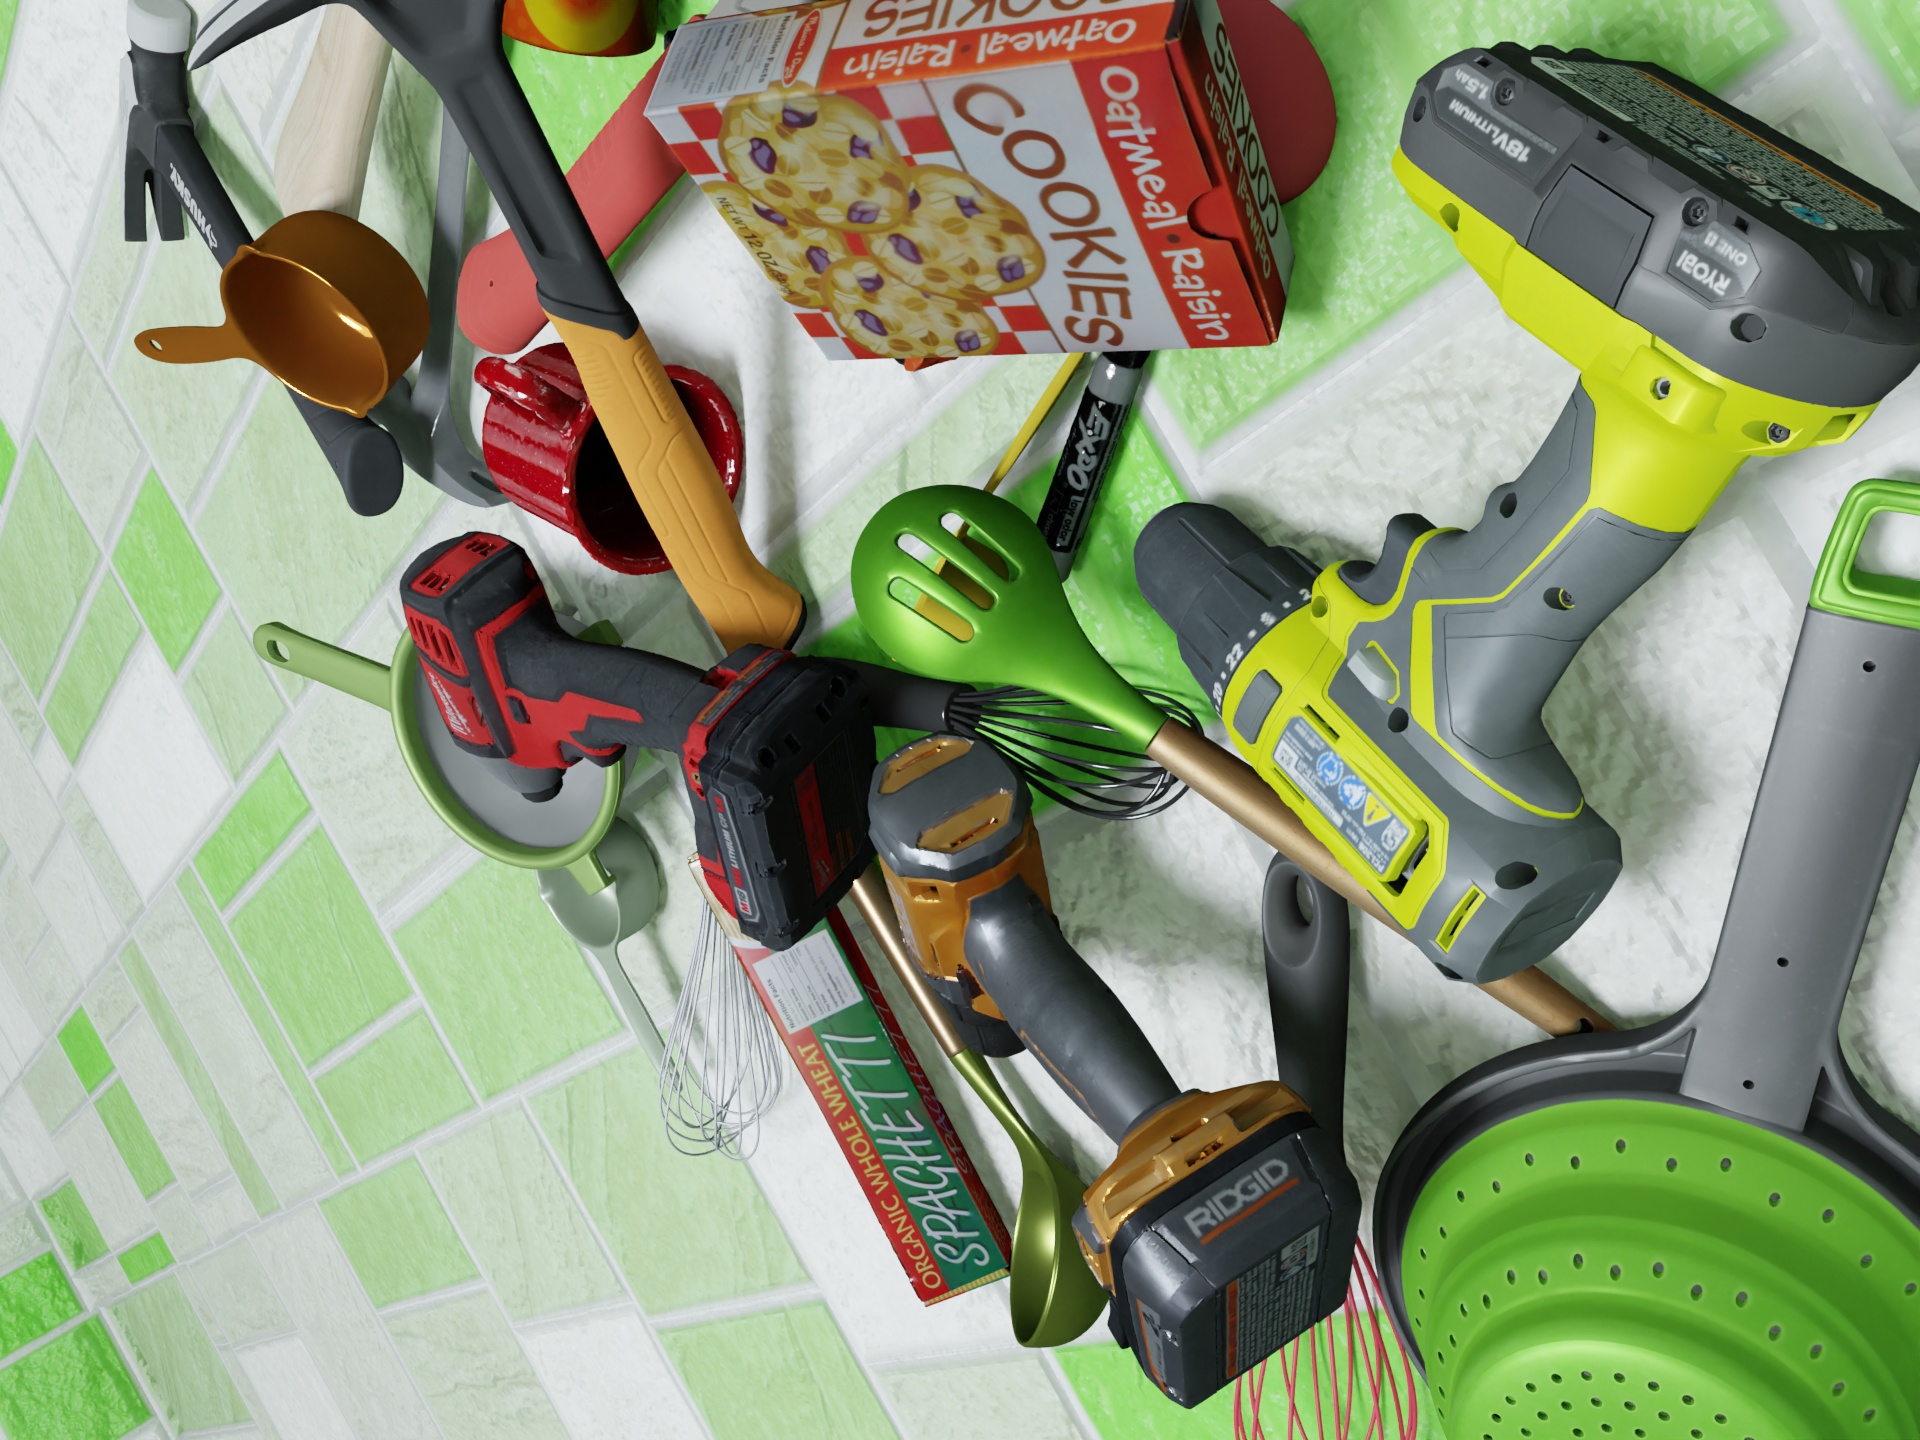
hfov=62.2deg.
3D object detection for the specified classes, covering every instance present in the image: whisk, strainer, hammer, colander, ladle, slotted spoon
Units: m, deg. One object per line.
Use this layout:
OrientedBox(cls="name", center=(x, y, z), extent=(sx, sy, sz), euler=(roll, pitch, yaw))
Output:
OrientedBox(cls="whisk", center=(-0.121, 0.107, 0.813), extent=(0.070, 0.070, 0.284), euler=(22, 119, 34))
OrientedBox(cls="strainer", center=(-0.266, -0.017, 0.853), extent=(0.256, 0.069, 0.151), euler=(18, 116, 23))
OrientedBox(cls="hammer", center=(-0.388, -0.237, 0.870), extent=(0.335, 0.035, 0.146), euler=(54, 136, 22))
OrientedBox(cls="hammer", center=(-0.096, -0.220, 0.584), extent=(0.359, 0.036, 0.149), euler=(-25, 89, 48))
OrientedBox(cls="hammer", center=(-0.139, -0.134, 0.603), extent=(0.336, 0.127, 0.034), euler=(68, -176, -48))
OrientedBox(cls="colander", center=(0.219, 0.133, 0.456), extent=(0.205, 0.094, 0.396), euler=(15, 117, 27))
OrientedBox(cls="hammer", center=(-0.219, -0.353, 0.636), extent=(0.146, 0.038, 0.410), euler=(49, 136, 13))
OrientedBox(cls="ladle", center=(-0.023, 0.135, 0.732), extent=(0.320, 0.062, 0.078), euler=(59, 162, 8))
OrientedBox(cls="slotted spoon", center=(0.090, 0.018, 0.546), extent=(0.314, 0.031, 0.070), euler=(36, 87, 8))
OrientedBox(cls="whisk", center=(-0.001, -0.001, 0.651), extent=(0.239, 0.055, 0.055), euler=(11, 118, 44))
OrientedBox(cls="hammer", center=(-0.226, -0.280, 0.730), extent=(0.144, 0.035, 0.405), euler=(41, 133, 22))
OrientedBox(cls="ladle", center=(-0.003, -0.275, 0.517), extent=(0.315, 0.031, 0.069), euler=(47, 141, 13))
OrientedBox(cls="whisk", center=(0.136, 0.187, 0.609), extent=(0.073, 0.073, 0.295), euler=(7, 109, 41))

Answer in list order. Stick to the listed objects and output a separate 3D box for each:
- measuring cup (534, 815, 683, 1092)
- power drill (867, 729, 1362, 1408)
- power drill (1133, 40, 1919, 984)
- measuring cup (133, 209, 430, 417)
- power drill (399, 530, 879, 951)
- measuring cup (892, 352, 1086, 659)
OrientedBox(cls="measuring cup", center=(-0.182, 0.127, 0.891), extent=(0.083, 0.038, 0.167), euler=(-17, 100, 46))
OrientedBox(cls="power drill", center=(0.046, 0.132, 0.594), extent=(0.226, 0.084, 0.185), euler=(52, 164, 36))
OrientedBox(cls="power drill", center=(0.139, -0.063, 0.454), extent=(0.191, 0.080, 0.228), euler=(53, 139, 34))
OrientedBox(cls="measuring cup", center=(-0.334, -0.200, 0.777), extent=(0.174, 0.052, 0.095), euler=(4, 138, 30))
OrientedBox(cls="power drill", center=(-0.145, 0.009, 0.701), extent=(0.220, 0.078, 0.143), euler=(21, 139, 26))
OrientedBox(cls="measuring cup", center=(0.021, -0.079, 0.598), extent=(0.029, 0.062, 0.156), euler=(29, 120, -7))
